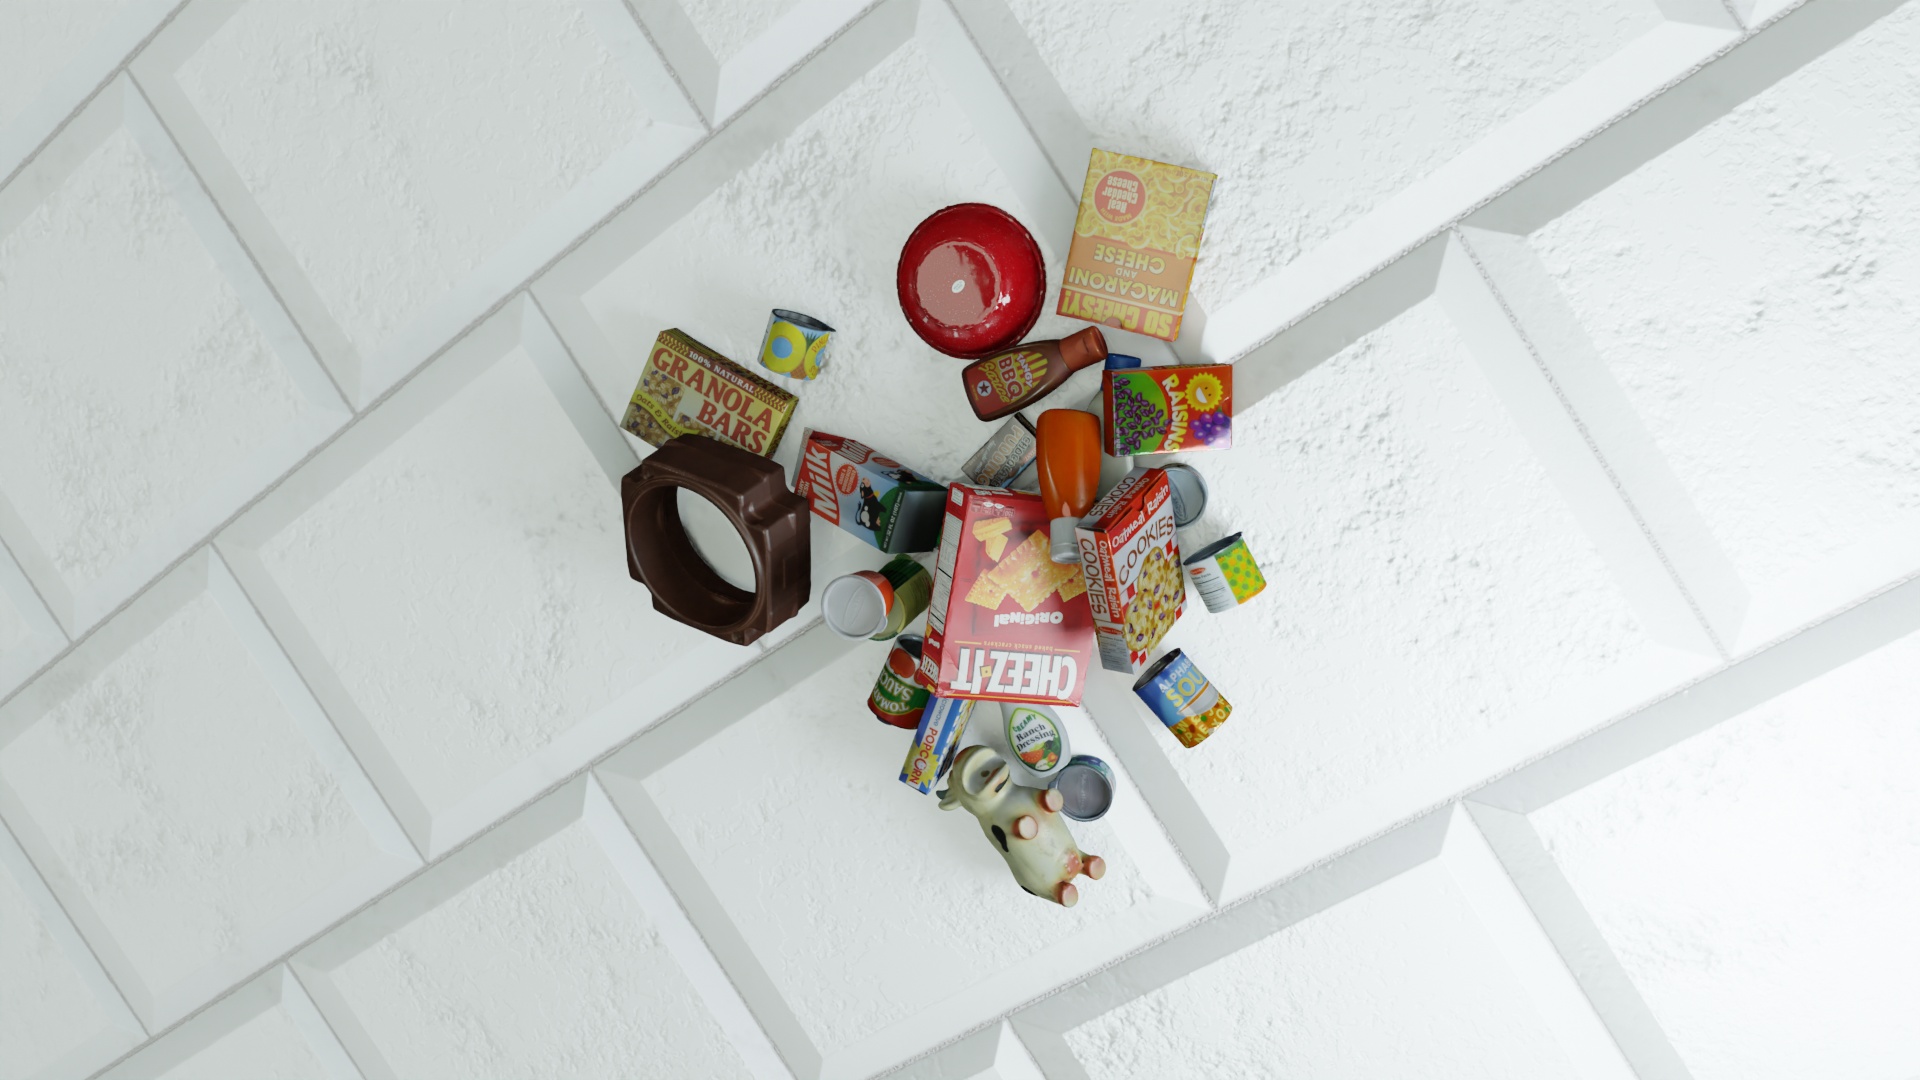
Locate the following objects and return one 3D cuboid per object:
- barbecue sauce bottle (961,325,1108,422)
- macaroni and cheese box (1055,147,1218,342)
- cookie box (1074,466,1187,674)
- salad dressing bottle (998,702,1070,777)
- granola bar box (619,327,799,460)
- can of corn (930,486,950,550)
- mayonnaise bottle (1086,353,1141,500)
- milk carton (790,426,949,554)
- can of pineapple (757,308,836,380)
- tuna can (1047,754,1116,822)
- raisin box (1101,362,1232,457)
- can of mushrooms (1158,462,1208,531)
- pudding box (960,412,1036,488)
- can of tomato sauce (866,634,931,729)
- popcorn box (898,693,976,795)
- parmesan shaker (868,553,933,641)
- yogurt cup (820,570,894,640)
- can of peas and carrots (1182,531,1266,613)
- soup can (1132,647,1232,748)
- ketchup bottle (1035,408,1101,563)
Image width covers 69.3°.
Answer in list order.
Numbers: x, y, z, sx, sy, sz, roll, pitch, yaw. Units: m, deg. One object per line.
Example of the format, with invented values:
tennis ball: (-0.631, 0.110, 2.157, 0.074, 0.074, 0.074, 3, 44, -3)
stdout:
barbecue sauce bottle: (0.077, -0.174, 1.411, 0.148, 0.044, 0.065, -21, 86, 25)
macaroni and cheese box: (0.172, -0.291, 1.372, 0.124, 0.040, 0.166, 15, 105, 12)
cookie box: (0.172, 0.028, 1.367, 0.040, 0.123, 0.166, 9, 126, 35)
salad dressing bottle: (0.066, 0.182, 1.497, 0.064, 0.044, 0.147, -28, 93, 10)
granola bar box: (-0.275, -0.140, 1.524, 0.166, 0.039, 0.123, 30, 108, 7)
can of corn: (0.005, -0.018, 1.460, 0.071, 0.071, 0.058, 19, 106, 11)
mayonnaise bottle: (0.154, -0.115, 1.414, 0.065, 0.041, 0.147, 11, 103, 9)
milk carton: (-0.109, -0.055, 1.460, 0.191, 0.073, 0.072, 28, 109, 35)
can of pineapple: (-0.175, -0.206, 1.469, 0.071, 0.071, 0.057, 23, 107, 9)
tuna can: (0.132, 0.268, 1.503, 0.071, 0.033, 0.071, 3, 102, 14)
raisin box: (0.205, -0.130, 1.373, 0.123, 0.040, 0.086, -4, 101, -10)
can of mushrooms: (0.217, -0.044, 1.415, 0.071, 0.033, 0.071, 3, 103, 14)
pudding box: (0.047, -0.088, 1.453, 0.049, 0.030, 0.083, 46, 109, 1)
can of tomato sauce: (-0.057, 0.153, 1.511, 0.071, 0.071, 0.082, 27, 107, 8)
popcorn box: (-0.018, 0.200, 1.502, 0.038, 0.085, 0.126, 24, 107, 10)
parmesan shaker: (-0.075, 0.060, 1.478, 0.071, 0.103, 0.071, 3, 103, 15)
yogurt cup: (-0.100, 0.062, 1.401, 0.072, 0.054, 0.072, 3, 103, 15)
can of peas and carrots: (0.269, 0.032, 1.402, 0.071, 0.071, 0.058, -27, 94, 19)
soup can: (0.231, 0.162, 1.436, 0.071, 0.071, 0.084, -43, 89, 19)
ketchup bottle: (0.106, -0.053, 1.358, 0.065, 0.043, 0.149, 6, 72, -17)
